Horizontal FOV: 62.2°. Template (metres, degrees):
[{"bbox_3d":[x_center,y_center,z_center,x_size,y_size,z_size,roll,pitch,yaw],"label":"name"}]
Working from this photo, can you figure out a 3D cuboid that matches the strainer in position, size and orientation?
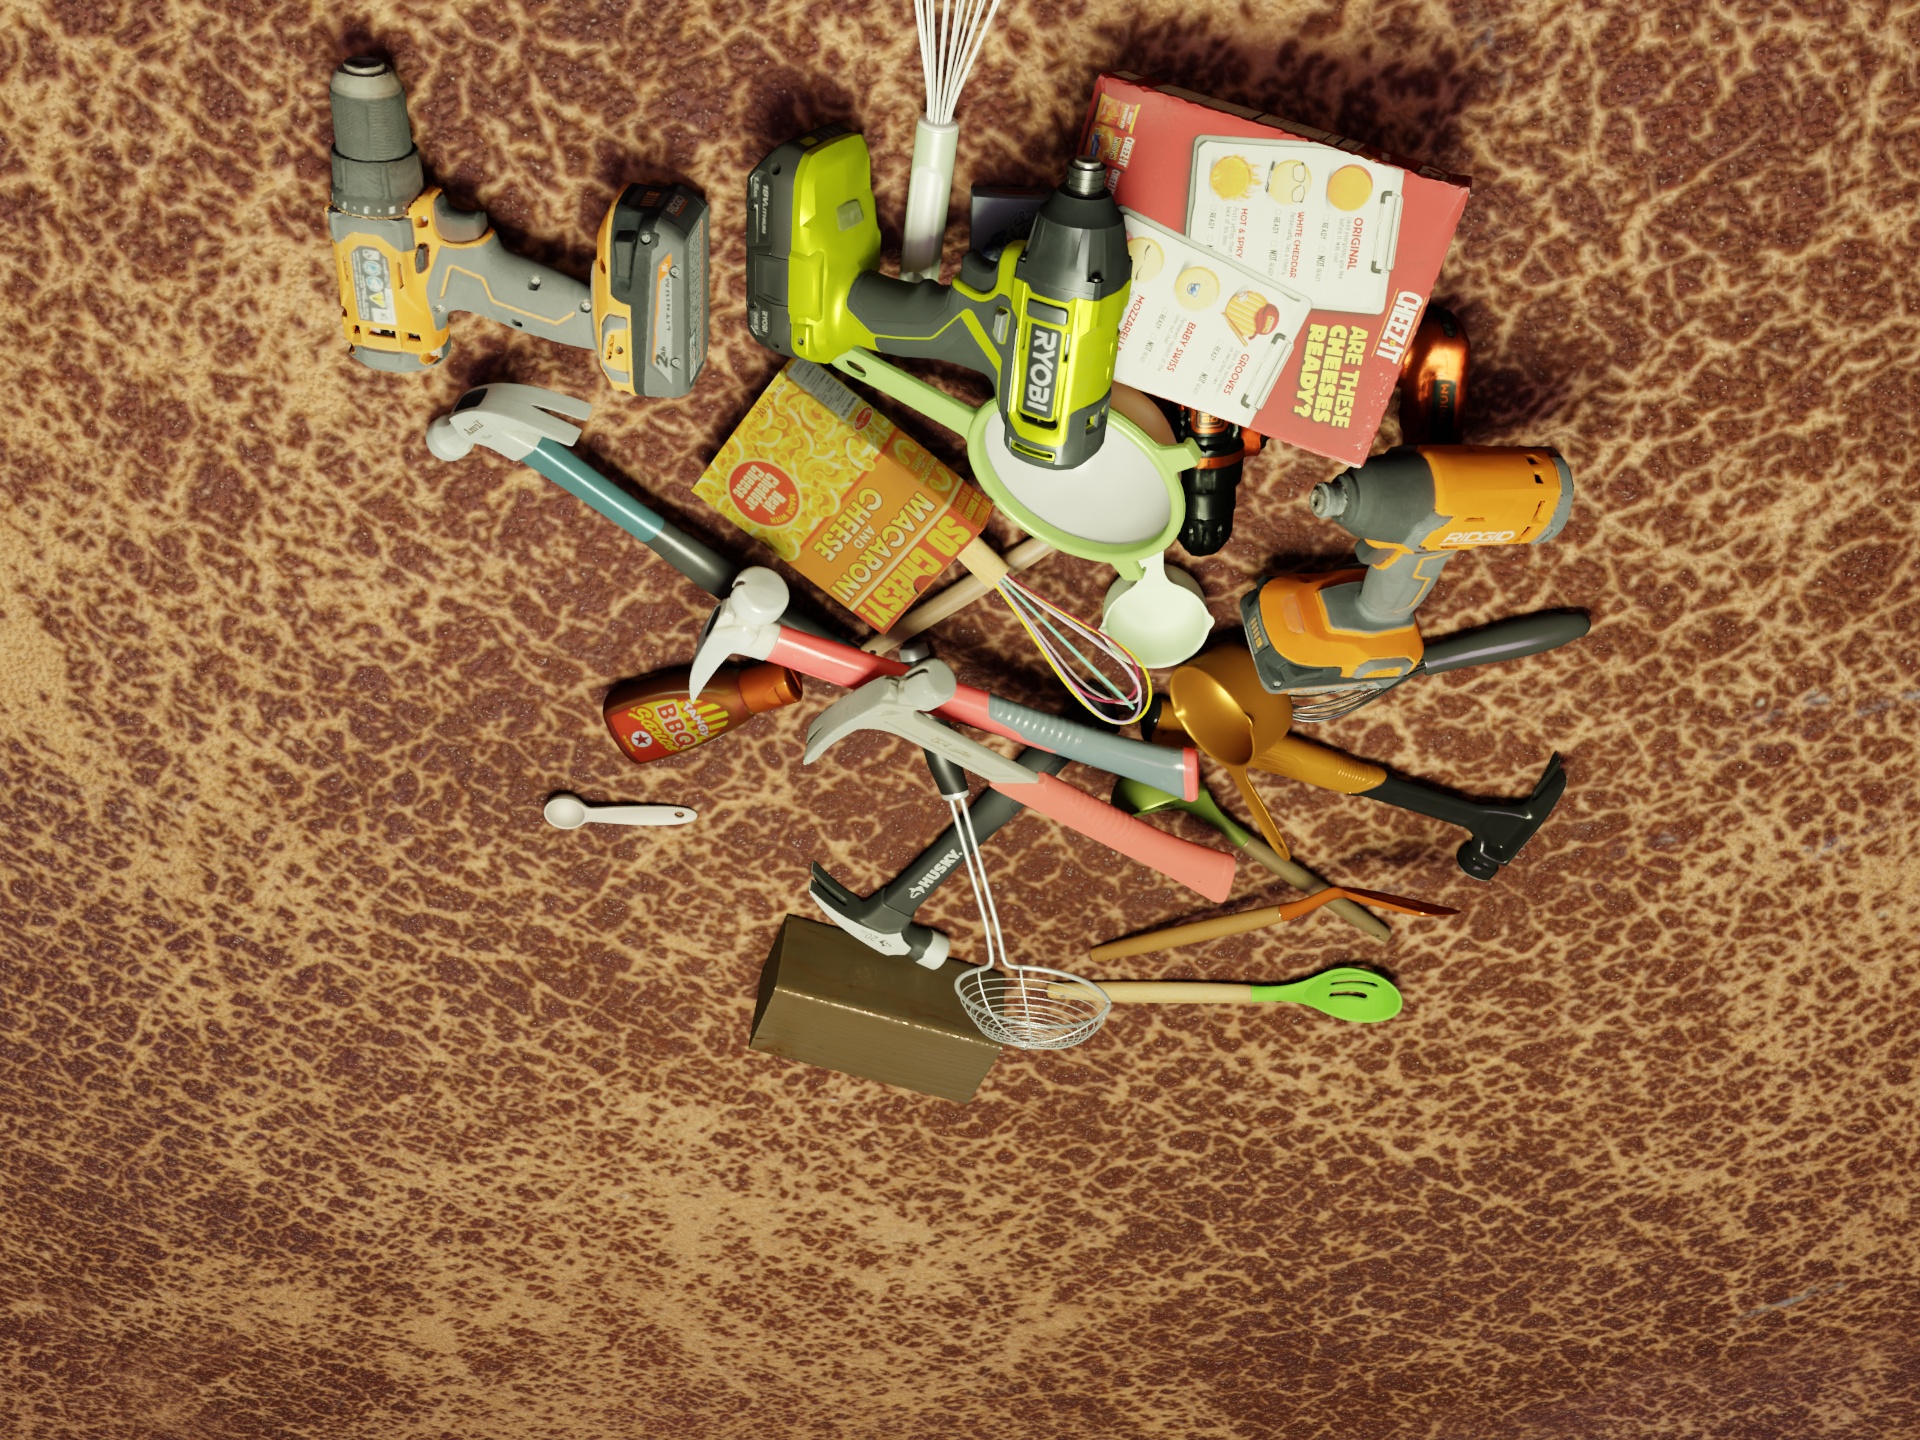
[{"bbox_3d":[0.039,-0.200,1.033,0.256,0.069,0.151,28,153,6],"label":"strainer"}]

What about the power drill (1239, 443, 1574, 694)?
[{"bbox_3d":[0.267,-0.100,1.037,0.164,0.084,0.226,-3,155,-18],"label":"power drill"}]

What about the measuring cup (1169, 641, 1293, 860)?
[{"bbox_3d":[0.220,0.021,1.175,0.052,0.095,0.173,-36,108,-20],"label":"measuring cup"}]

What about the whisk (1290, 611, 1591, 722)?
[{"bbox_3d":[0.342,-0.045,1.168,0.239,0.055,0.055,-13,129,8],"label":"whisk"}]

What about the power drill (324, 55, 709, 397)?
[{"bbox_3d":[-0.270,-0.293,0.961,0.226,0.084,0.185,8,129,1],"label":"power drill"}]

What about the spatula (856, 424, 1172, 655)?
[{"bbox_3d":[0.051,-0.119,1.133,0.316,0.018,0.059,-29,122,23],"label":"spatula"}]

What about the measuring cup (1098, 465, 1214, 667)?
[{"bbox_3d":[0.134,-0.114,1.124,0.083,0.038,0.167,-5,128,7],"label":"measuring cup"}]

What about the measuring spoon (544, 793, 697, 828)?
[{"bbox_3d":[-0.280,0.073,1.316,0.124,0.018,0.034,2,131,-8],"label":"measuring spoon"}]

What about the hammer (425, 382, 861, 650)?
[{"bbox_3d":[-0.204,-0.125,1.110,0.330,0.033,0.128,35,151,-30],"label":"hammer"}]

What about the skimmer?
[{"bbox_3d":[0.023,0.104,1.256,0.127,0.090,0.363,-8,105,28],"label":"skimmer"}]

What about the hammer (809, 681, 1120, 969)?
[{"bbox_3d":[0.011,0.082,1.295,0.146,0.035,0.334,29,125,-22],"label":"hammer"}]

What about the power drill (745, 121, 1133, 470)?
[{"bbox_3d":[-0.011,-0.257,0.914,0.223,0.080,0.171,23,131,21],"label":"power drill"}]

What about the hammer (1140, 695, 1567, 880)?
[{"bbox_3d":[0.302,0.037,1.246,0.336,0.034,0.127,16,130,-11],"label":"hammer"}]

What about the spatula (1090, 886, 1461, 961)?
[{"bbox_3d":[0.248,0.174,1.324,0.322,0.041,0.081,-18,166,33],"label":"spatula"}]

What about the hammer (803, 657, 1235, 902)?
[{"bbox_3d":[0.064,0.061,1.176,0.358,0.037,0.149,27,144,-30],"label":"hammer"}]

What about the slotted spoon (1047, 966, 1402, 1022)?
[{"bbox_3d":[0.235,0.244,1.431,0.314,0.031,0.070,0,130,5],"label":"slotted spoon"}]

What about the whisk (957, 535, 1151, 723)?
[{"bbox_3d":[0.045,-0.088,1.120,0.245,0.051,0.047,43,106,-11],"label":"whisk"}]

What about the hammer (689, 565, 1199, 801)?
[{"bbox_3d":[-0.002,-0.004,1.154,0.386,0.038,0.143,18,146,-19],"label":"hammer"}]

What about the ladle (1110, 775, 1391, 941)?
[{"bbox_3d":[0.248,0.120,1.307,0.320,0.062,0.078,33,143,-27],"label":"ladle"}]

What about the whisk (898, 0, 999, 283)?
[{"bbox_3d":[-0.012,-0.353,0.919,0.058,0.059,0.246,15,135,5],"label":"whisk"}]
